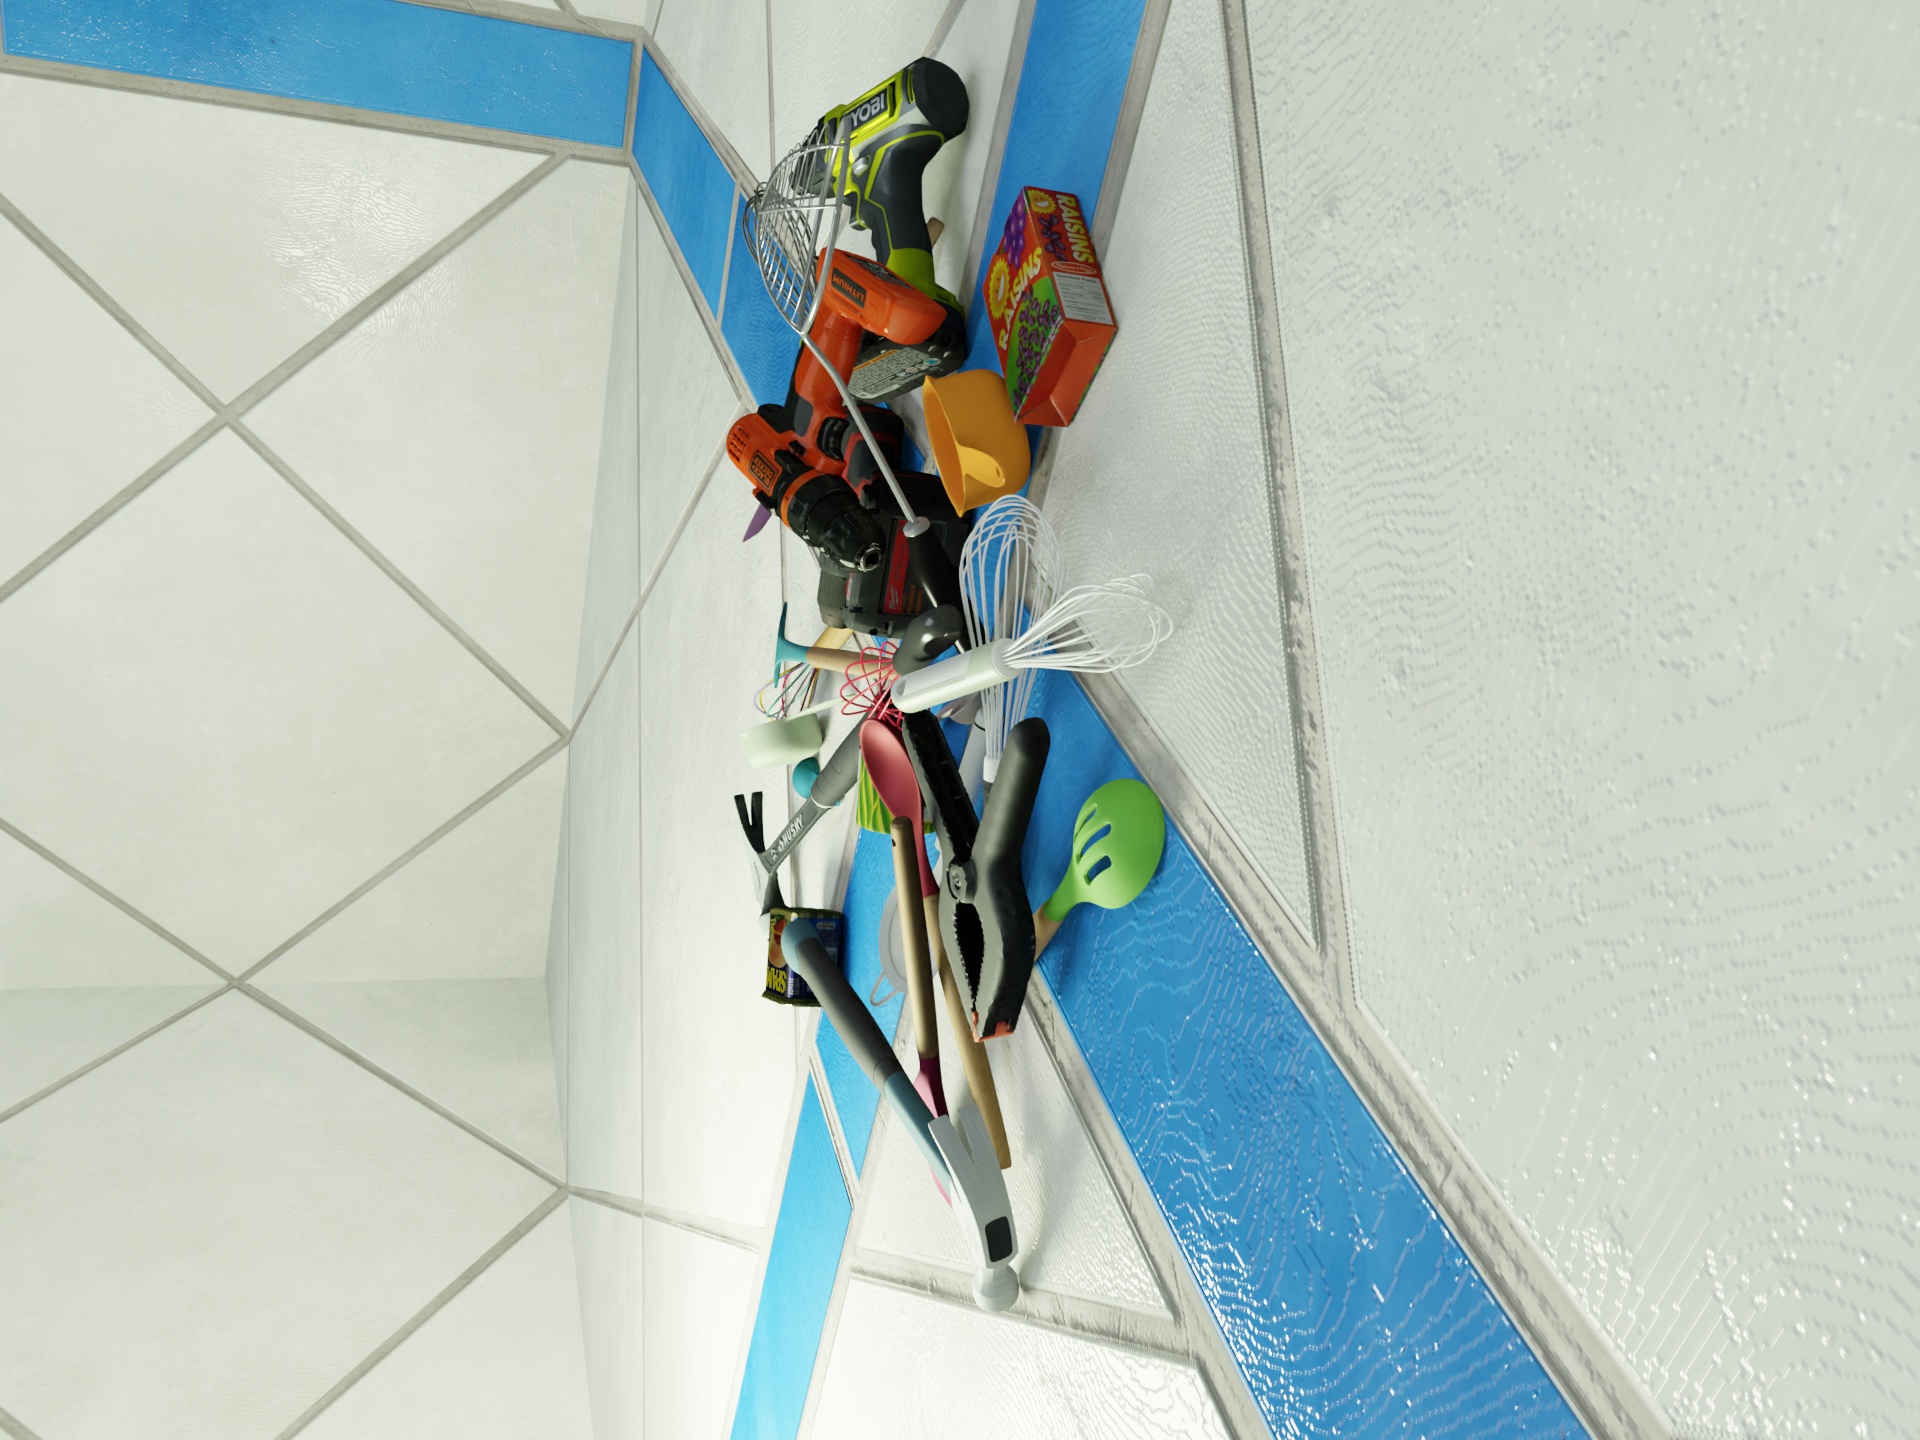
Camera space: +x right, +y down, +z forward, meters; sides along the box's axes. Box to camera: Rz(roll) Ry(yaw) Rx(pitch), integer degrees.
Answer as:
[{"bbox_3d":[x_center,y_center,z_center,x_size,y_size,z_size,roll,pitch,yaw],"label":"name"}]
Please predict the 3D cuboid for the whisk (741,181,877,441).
[{"bbox_3d":[-0.115,-0.327,1.311,0.238,0.055,0.055,64,166,-16],"label":"whisk"}]

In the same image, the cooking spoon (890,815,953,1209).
[{"bbox_3d":[-0.023,0.203,1.071,0.069,0.017,0.318,41,143,55],"label":"cooking spoon"}]

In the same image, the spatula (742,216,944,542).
[{"bbox_3d":[-0.099,-0.268,1.290,0.315,0.018,0.060,-54,-2,26],"label":"spatula"}]

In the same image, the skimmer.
[{"bbox_3d":[-0.029,-0.188,1.004,0.363,0.090,0.127,62,-179,-22],"label":"skimmer"}]

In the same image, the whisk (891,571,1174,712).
[{"bbox_3d":[0.032,-0.038,0.922,0.246,0.059,0.058,-18,52,52],"label":"whisk"}]

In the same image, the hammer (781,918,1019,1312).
[{"bbox_3d":[-0.050,0.245,1.098,0.331,0.033,0.128,45,147,49],"label":"hammer"}]

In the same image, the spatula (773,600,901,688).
[{"bbox_3d":[-0.103,-0.054,1.353,0.318,0.044,0.082,13,96,57],"label":"spatula"}]

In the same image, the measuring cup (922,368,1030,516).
[{"bbox_3d":[0.023,-0.173,1.001,0.174,0.052,0.095,-132,26,-67],"label":"measuring cup"}]

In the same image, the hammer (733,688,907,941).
[{"bbox_3d":[-0.129,0.070,1.427,0.408,0.036,0.149,-48,56,57],"label":"hammer"}]

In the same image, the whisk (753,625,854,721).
[{"bbox_3d":[-0.137,-0.047,1.486,0.047,0.051,0.245,64,148,12],"label":"whisk"}]

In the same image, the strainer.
[{"bbox_3d":[-0.008,0.093,1.114,0.087,0.050,0.258,47,126,49],"label":"strainer"}]

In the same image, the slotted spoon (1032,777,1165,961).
[{"bbox_3d":[0.049,0.130,0.975,0.313,0.031,0.070,119,144,-53],"label":"slotted spoon"}]

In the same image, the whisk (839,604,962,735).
[{"bbox_3d":[-0.038,-0.037,1.092,0.296,0.073,0.073,138,131,-75],"label":"whisk"}]

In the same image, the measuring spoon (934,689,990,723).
[{"bbox_3d":[-0.002,-0.004,1.139,0.018,0.034,0.124,46,165,-6],"label":"measuring spoon"}]

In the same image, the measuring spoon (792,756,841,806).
[{"bbox_3d":[-0.137,0.062,1.487,0.129,0.021,0.042,-157,70,-69],"label":"measuring spoon"}]

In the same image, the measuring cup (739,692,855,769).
[{"bbox_3d":[-0.140,0.011,1.463,0.167,0.083,0.038,-21,83,51],"label":"measuring cup"}]

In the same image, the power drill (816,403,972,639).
[{"bbox_3d":[-0.068,-0.134,1.248,0.227,0.080,0.187,-122,40,-62],"label":"power drill"}]

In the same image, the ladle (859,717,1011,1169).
[{"bbox_3d":[-0.013,0.143,1.068,0.069,0.031,0.316,130,128,-60],"label":"ladle"}]

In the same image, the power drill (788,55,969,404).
[{"bbox_3d":[-0.067,-0.363,1.203,0.171,0.080,0.223,-14,74,43],"label":"power drill"}]

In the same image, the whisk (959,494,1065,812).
[{"bbox_3d":[0.027,-0.001,1.013,0.070,0.070,0.284,-143,53,-66],"label":"whisk"}]
